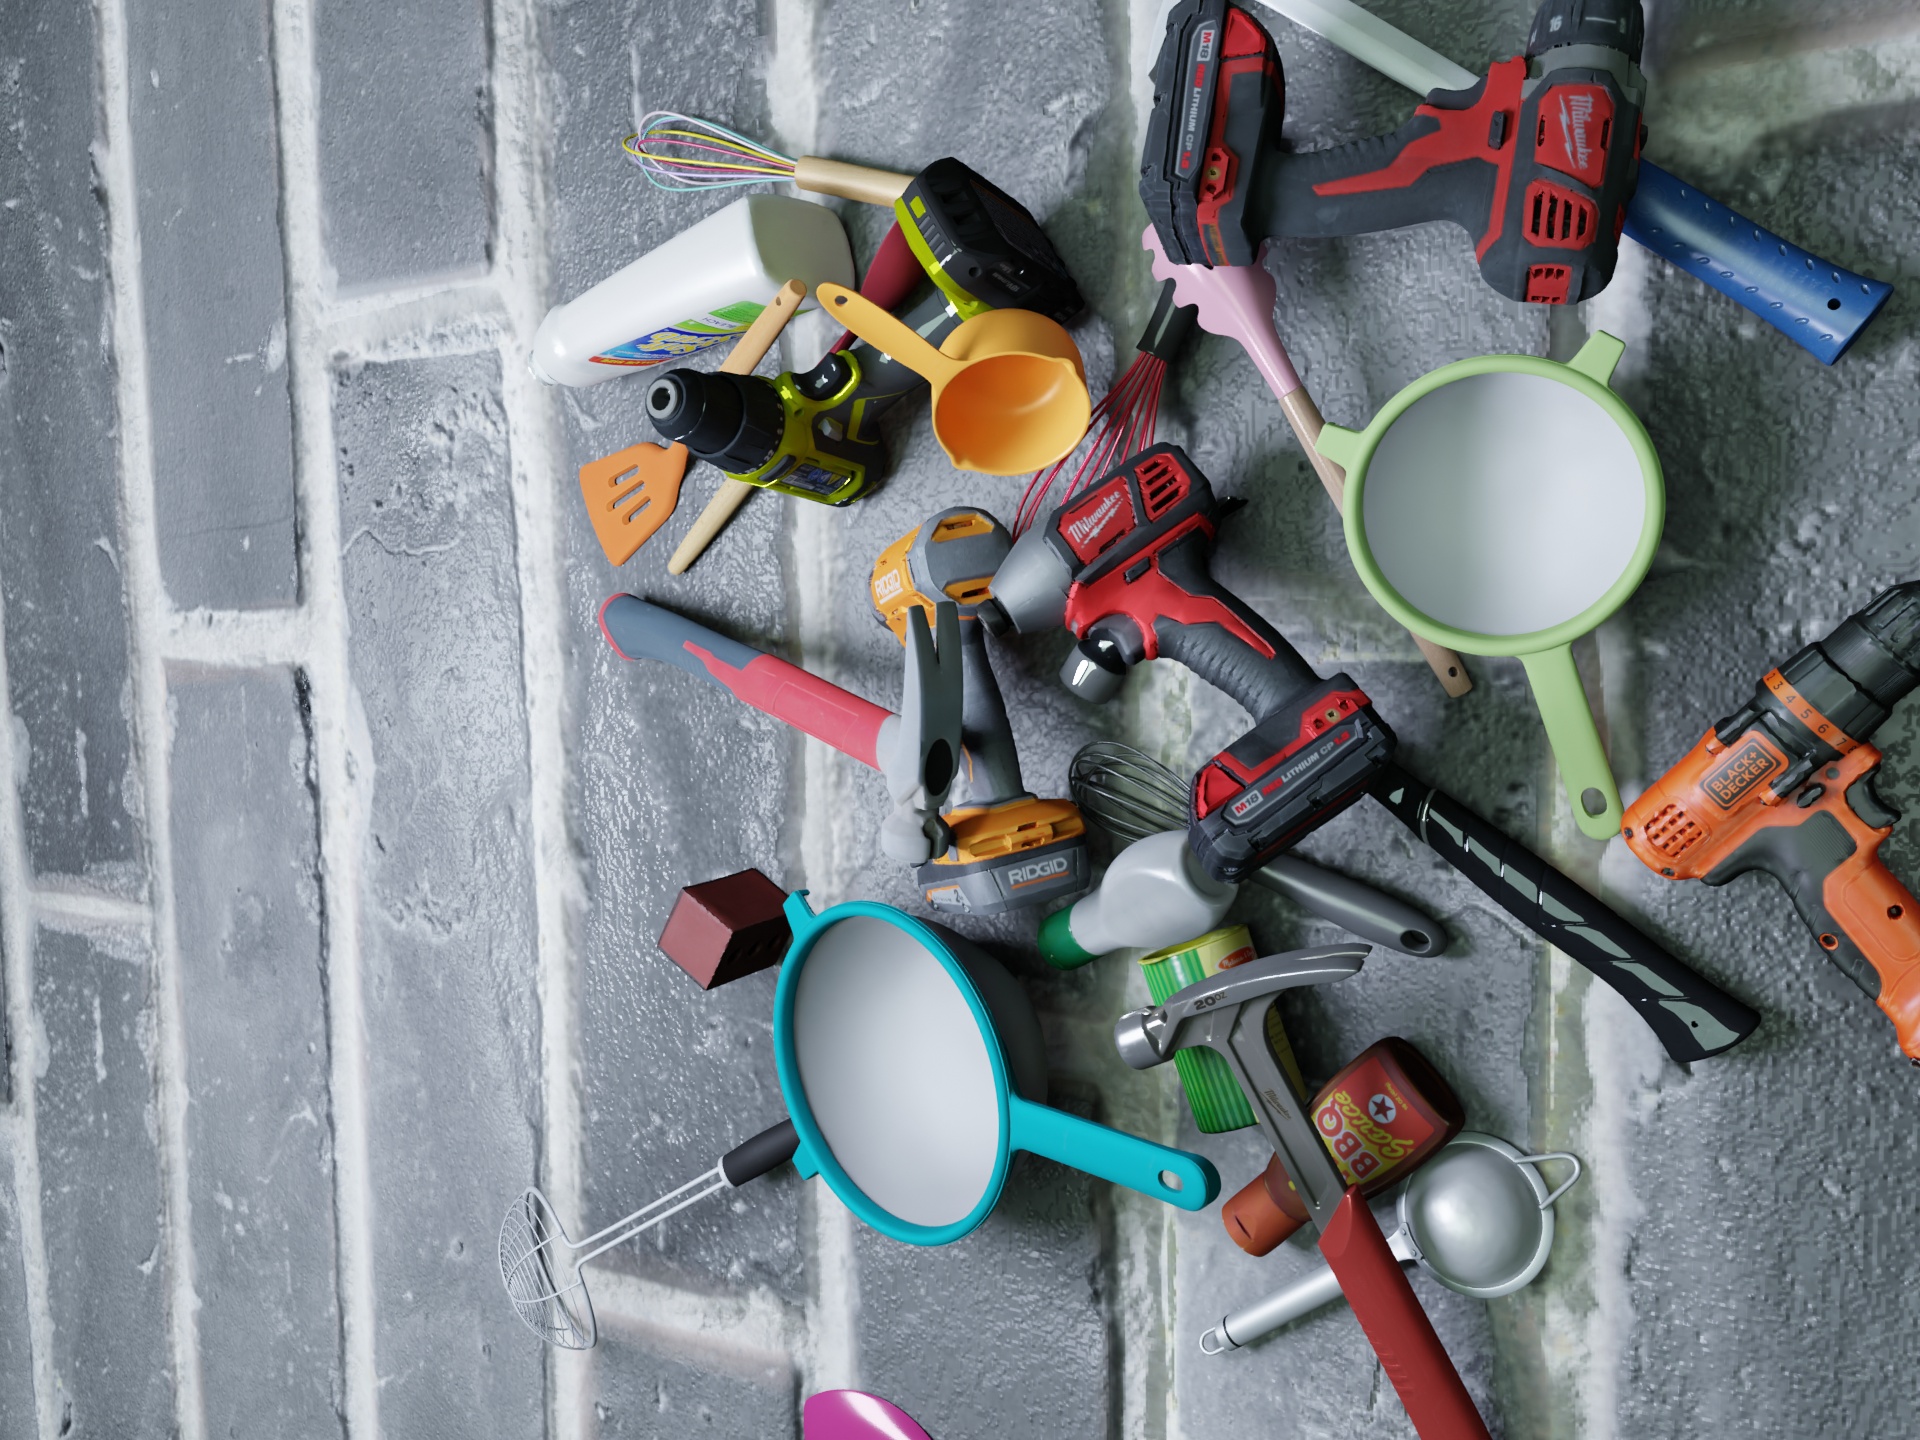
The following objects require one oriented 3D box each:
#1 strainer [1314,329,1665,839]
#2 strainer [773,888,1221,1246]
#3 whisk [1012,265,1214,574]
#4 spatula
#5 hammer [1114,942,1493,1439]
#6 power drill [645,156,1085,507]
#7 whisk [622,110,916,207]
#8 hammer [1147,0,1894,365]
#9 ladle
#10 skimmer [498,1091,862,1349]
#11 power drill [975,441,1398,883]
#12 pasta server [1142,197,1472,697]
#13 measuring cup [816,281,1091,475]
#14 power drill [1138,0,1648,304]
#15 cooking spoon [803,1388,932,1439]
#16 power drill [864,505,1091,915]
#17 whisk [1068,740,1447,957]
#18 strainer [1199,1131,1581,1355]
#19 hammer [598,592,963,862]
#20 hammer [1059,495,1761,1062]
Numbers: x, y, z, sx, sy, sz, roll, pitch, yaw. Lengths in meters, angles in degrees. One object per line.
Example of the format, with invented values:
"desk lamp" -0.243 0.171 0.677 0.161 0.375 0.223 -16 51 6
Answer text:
"strainer" 0.295 -0.065 0.814 0.151 0.069 0.256 -16 103 29
"strainer" 0.029 0.214 0.944 0.340 0.095 0.211 8 103 43
"whisk" 0.103 -0.191 0.913 0.073 0.073 0.296 31 104 25
"spatula" -0.178 -0.199 1.048 0.322 0.041 0.081 -32 76 56
"hammer" 0.224 0.290 0.839 0.149 0.037 0.359 -26 95 33
"power drill" -0.059 -0.217 0.932 0.228 0.190 0.080 -35 71 23
"whisk" -0.123 -0.360 1.041 0.245 0.047 0.051 20 103 25
"hammer" 0.271 -0.302 0.808 0.406 0.035 0.144 41 105 20
"ladle" -0.110 -0.204 1.045 0.031 0.069 0.315 44 121 1
"skimmer" -0.199 0.346 1.153 0.363 0.090 0.127 -32 75 18
"power drill" 0.115 -0.030 0.843 0.143 0.078 0.220 -34 73 -3
"pasta server" 0.191 -0.152 0.857 0.060 0.040 0.316 -30 91 10
"measuring cup" -0.005 -0.202 0.865 0.095 0.173 0.052 -39 37 35
"power drill" 0.214 -0.302 0.771 0.227 0.080 0.188 9 85 19
"cooking spoon" 0.024 0.499 1.038 0.319 0.017 0.069 1 95 31
"power drill" -0.002 -0.003 0.955 0.164 0.084 0.226 166 91 -71
"whisk" 0.164 0.074 0.907 0.239 0.055 0.055 25 107 22
"strainer" 0.228 0.305 0.889 0.258 0.050 0.087 -41 58 30
"hammer" -0.127 -0.041 0.991 0.387 0.038 0.143 24 116 49
"hammer" 0.242 0.035 0.861 0.409 0.036 0.149 40 112 21
